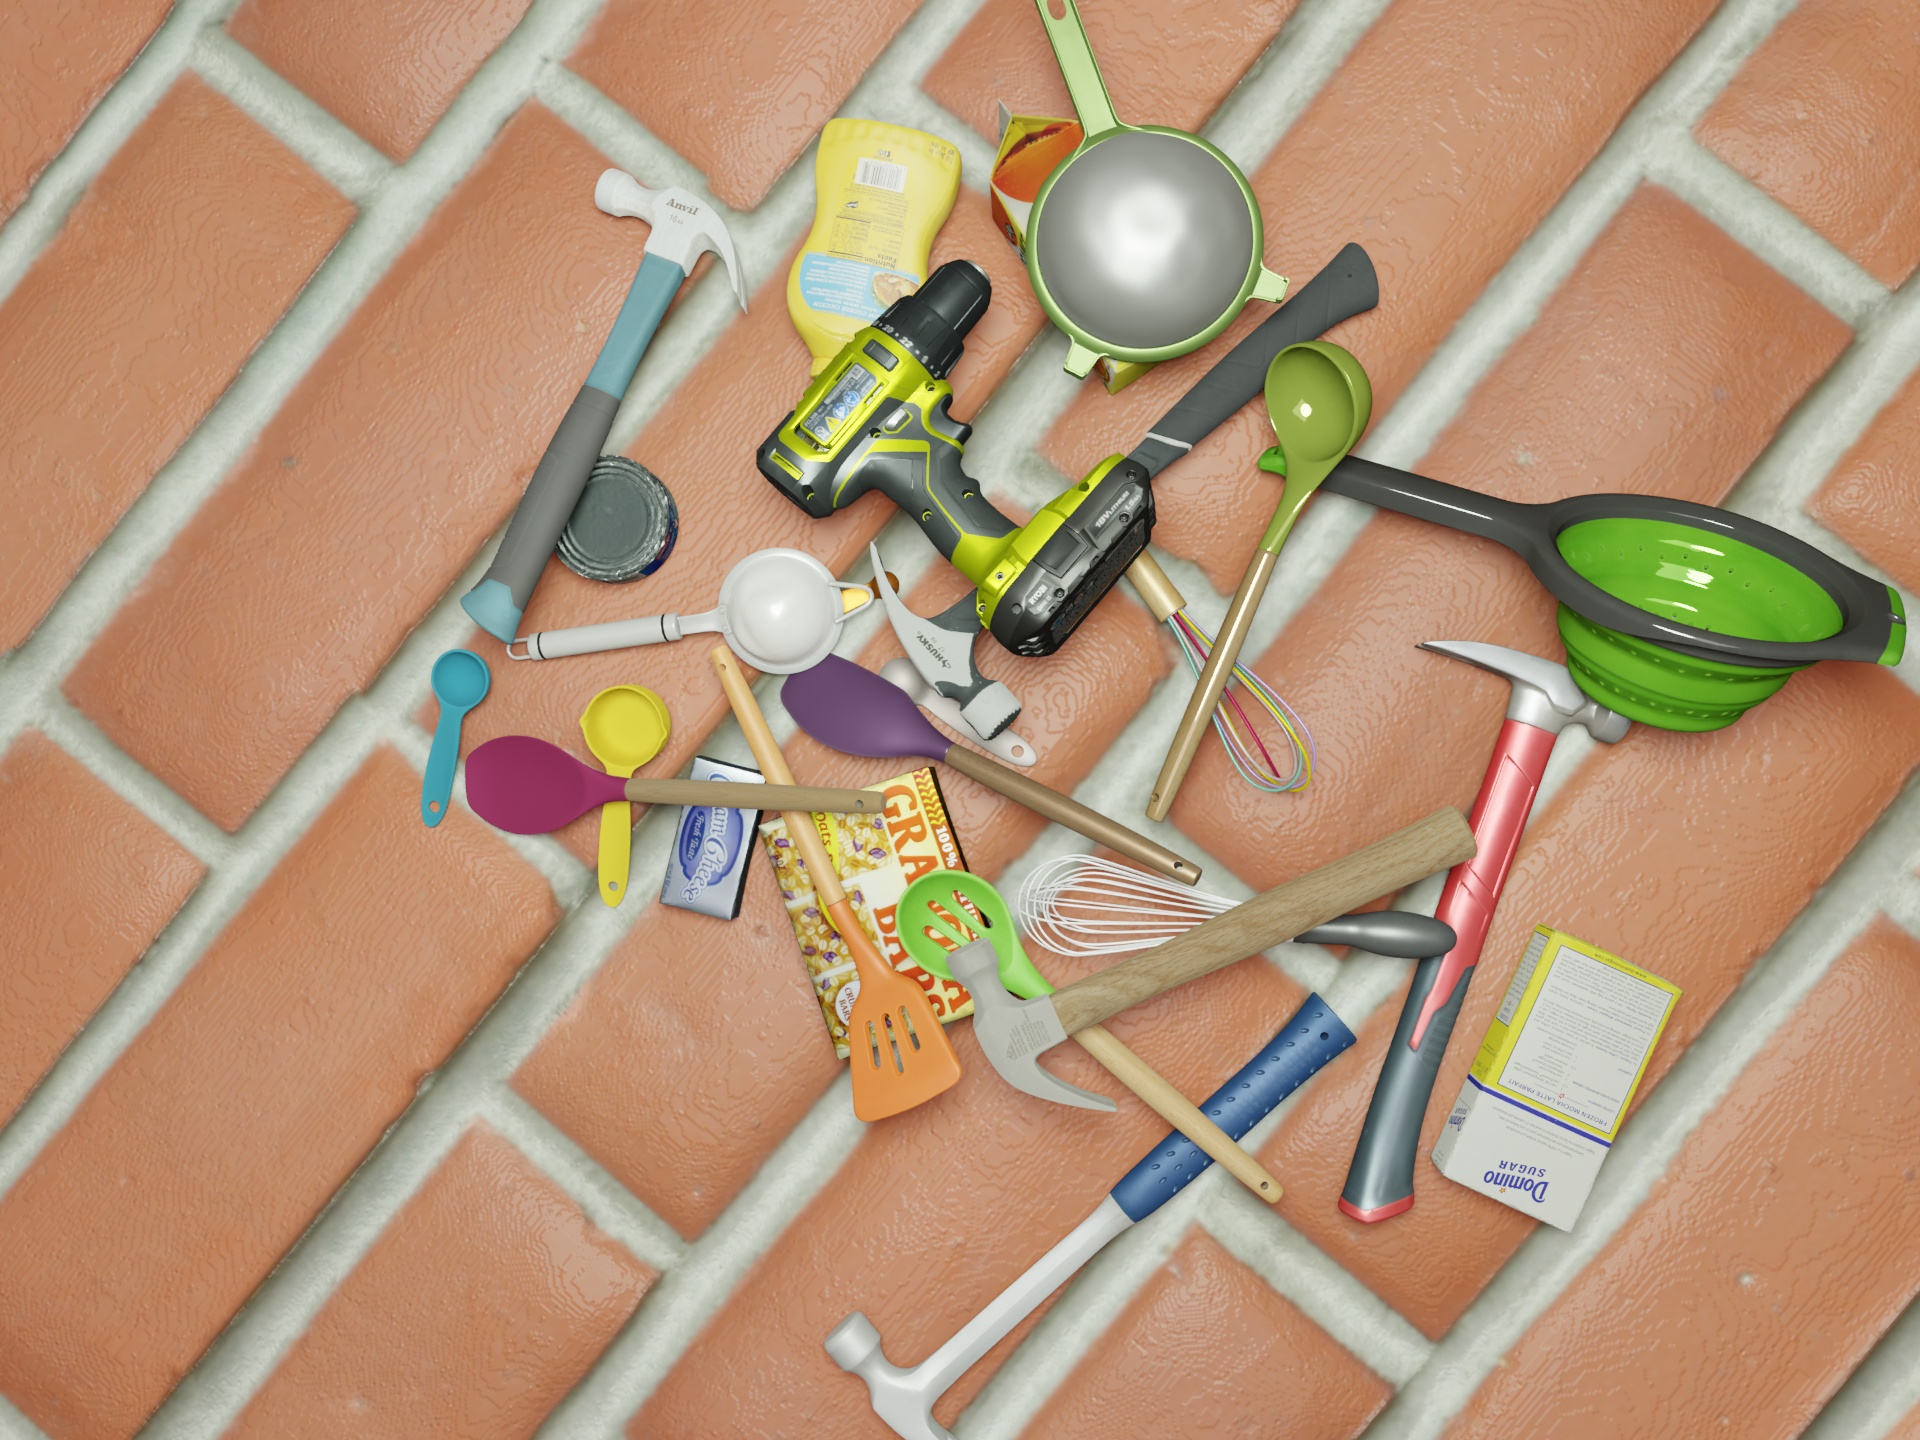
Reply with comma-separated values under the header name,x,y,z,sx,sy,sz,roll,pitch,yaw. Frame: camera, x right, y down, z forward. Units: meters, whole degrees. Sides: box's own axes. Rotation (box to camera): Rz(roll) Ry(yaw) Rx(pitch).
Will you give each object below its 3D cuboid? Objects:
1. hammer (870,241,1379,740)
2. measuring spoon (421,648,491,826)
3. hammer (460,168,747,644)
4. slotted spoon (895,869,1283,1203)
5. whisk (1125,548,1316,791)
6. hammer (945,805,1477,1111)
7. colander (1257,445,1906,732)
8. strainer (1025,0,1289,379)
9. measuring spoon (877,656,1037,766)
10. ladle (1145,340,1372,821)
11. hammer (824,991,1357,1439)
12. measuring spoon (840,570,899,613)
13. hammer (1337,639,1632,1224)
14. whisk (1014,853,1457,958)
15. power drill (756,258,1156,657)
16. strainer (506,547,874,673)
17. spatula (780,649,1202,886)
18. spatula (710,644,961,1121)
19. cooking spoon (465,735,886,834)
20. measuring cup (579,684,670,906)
name,x,y,z,sx,sy,sz,roll,pitch,yaw
hammer,0.118,-0.174,1.050,0.409,0.036,0.149,-42,79,-4
measuring spoon,-0.353,0.012,1.107,0.042,0.021,0.128,16,99,7
hammer,-0.247,-0.207,1.063,0.128,0.033,0.331,22,81,9
slotted spoon,0.086,0.208,1.031,0.314,0.031,0.070,40,89,0
whisk,0.153,-0.052,1.063,0.051,0.047,0.245,-35,83,-2
hammer,0.166,0.139,0.992,0.331,0.031,0.130,-25,88,2
colander,0.375,-0.085,1.021,0.397,0.204,0.094,20,126,19
strainer,0.097,-0.352,0.981,0.151,0.069,0.256,-20,90,3
measuring spoon,-0.002,-0.003,1.081,0.124,0.018,0.034,31,91,3
ladle,0.178,-0.086,1.012,0.062,0.078,0.320,19,96,-41
hammer,0.104,0.336,1.061,0.405,0.035,0.144,-42,87,2
measuring spoon,-0.097,-0.075,1.091,0.117,0.011,0.021,-21,88,3
hammer,0.312,0.140,1.050,0.143,0.038,0.386,19,90,5
whisk,0.176,0.129,1.035,0.284,0.070,0.070,4,89,8
power drill,0.010,-0.168,1.001,0.228,0.080,0.190,40,87,14
strainer,-0.188,-0.063,1.079,0.258,0.050,0.087,-8,102,10
spatula,0.014,0.034,1.035,0.316,0.018,0.060,26,78,22
spatula,-0.094,0.098,1.033,0.081,0.041,0.322,-27,85,18
cooking spoon,-0.196,0.047,1.052,0.319,0.017,0.069,2,96,22
measuring cup,-0.232,0.051,1.096,0.062,0.029,0.156,8,101,7
